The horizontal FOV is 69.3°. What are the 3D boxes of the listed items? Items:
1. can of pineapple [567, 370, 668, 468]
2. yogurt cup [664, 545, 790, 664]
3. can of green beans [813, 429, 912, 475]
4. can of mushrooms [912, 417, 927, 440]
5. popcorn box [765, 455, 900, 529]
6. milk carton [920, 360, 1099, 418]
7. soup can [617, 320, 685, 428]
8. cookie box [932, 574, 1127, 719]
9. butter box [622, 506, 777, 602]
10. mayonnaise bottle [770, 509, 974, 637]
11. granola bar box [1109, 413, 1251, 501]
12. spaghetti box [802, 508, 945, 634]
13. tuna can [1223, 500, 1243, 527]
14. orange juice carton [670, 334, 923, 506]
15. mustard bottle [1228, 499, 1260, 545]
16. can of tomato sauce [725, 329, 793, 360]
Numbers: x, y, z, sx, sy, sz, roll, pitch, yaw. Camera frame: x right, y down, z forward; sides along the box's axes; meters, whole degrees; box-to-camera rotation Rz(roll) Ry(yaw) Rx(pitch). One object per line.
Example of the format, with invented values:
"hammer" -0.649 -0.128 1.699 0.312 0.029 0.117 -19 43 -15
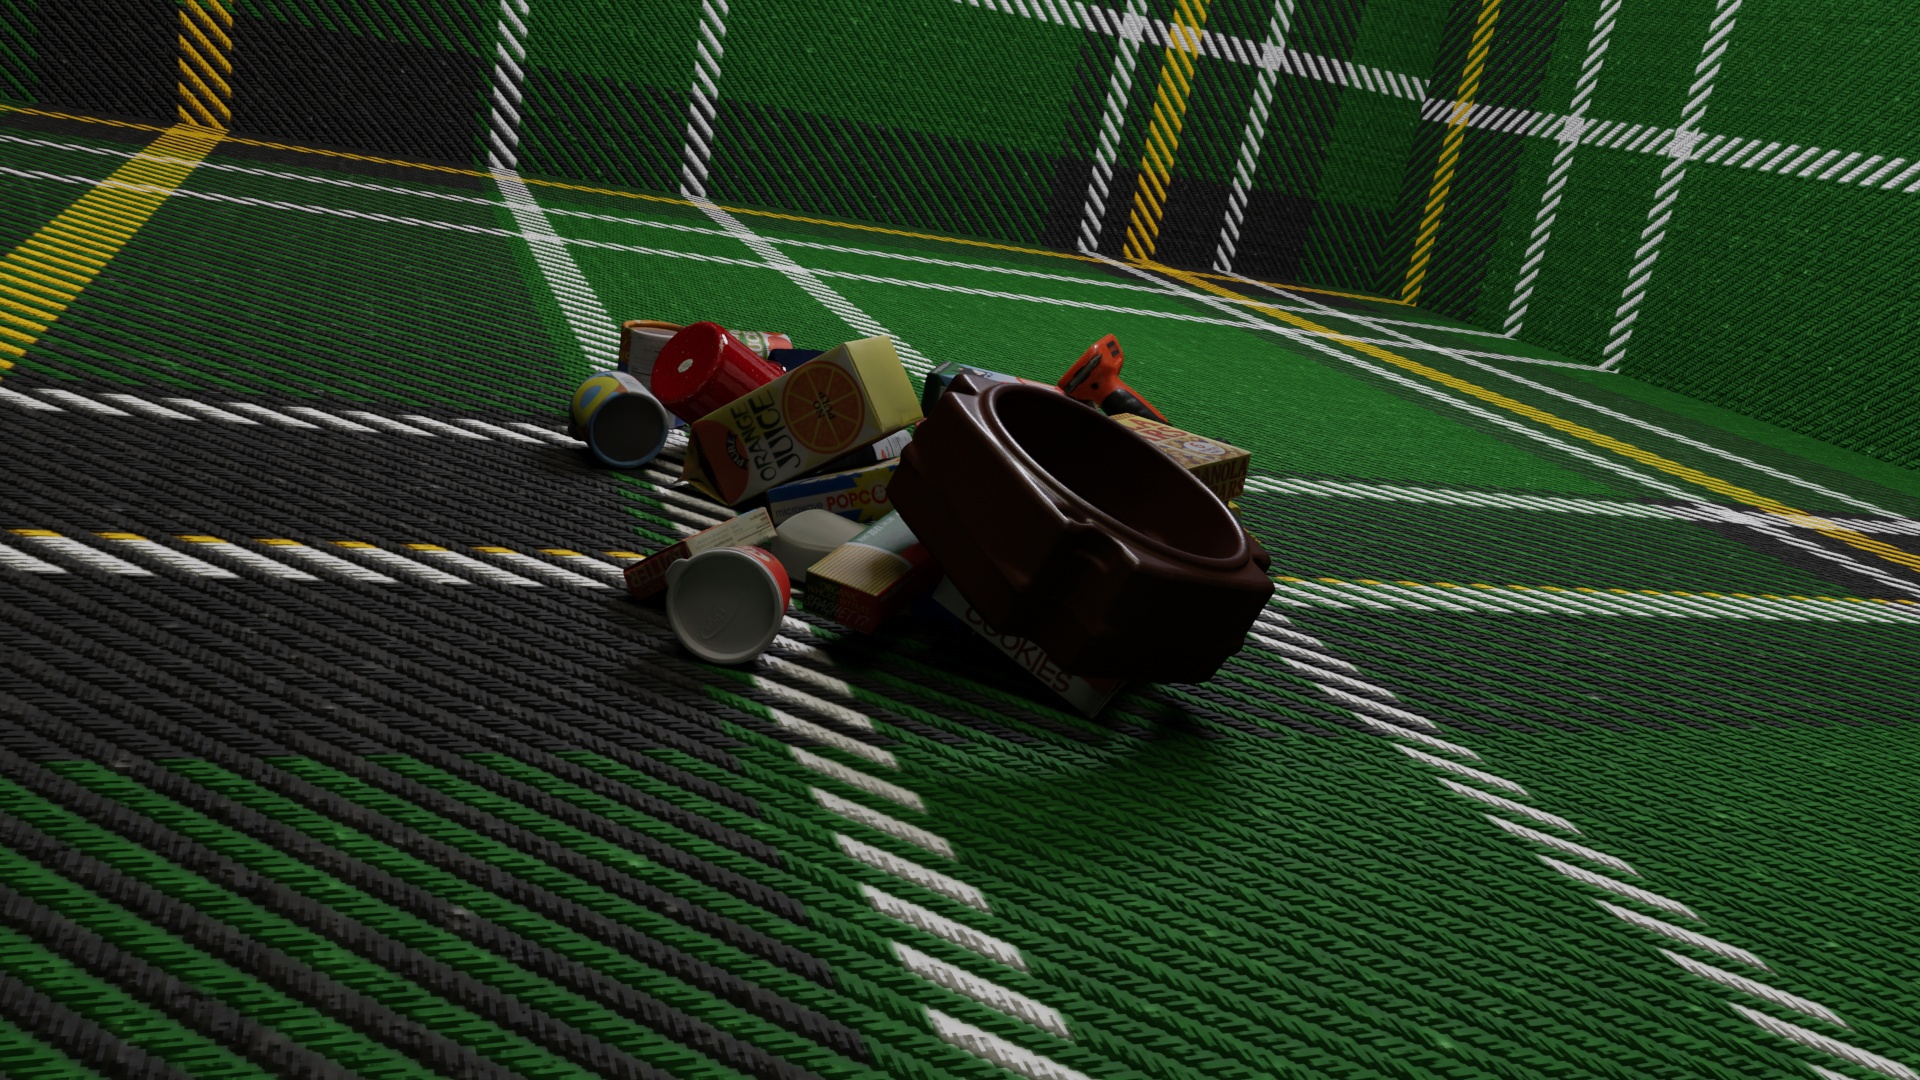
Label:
"can of pineapple" -0.275 -0.096 1.114 0.071 0.070 0.058 0 21 -30
"yogurt cup" -0.132 0.034 0.812 0.072 0.072 0.054 12 10 4
"can of green beans" -0.078 -0.066 1.133 0.071 0.071 0.058 21 20 28
"can of mushrooms" -0.015 -0.090 1.294 0.071 0.033 0.071 10 19 -3
"popcorn box" -0.067 -0.037 1.020 0.126 0.038 0.085 -9 7 27
"milk carton" 0.061 -0.114 1.343 0.191 0.073 0.072 15 19 10
"soup can" -0.274 -0.150 1.244 0.071 0.083 0.071 10 17 -3
"cookie box" 0.070 0.037 0.892 0.123 0.040 0.168 36 24 12
"butter box" -0.165 0.008 0.890 0.053 0.024 0.104 -24 4 25
"mayonnaise bottle" -0.053 0.022 0.927 0.148 0.041 0.065 22 26 27
"granola bar box" 0.126 -0.056 1.061 0.124 0.039 0.166 23 24 36
"spaghetti box" -0.017 -0.006 0.913 0.050 0.028 0.251 20 28 20
"tuna can" 0.191 -0.006 1.103 0.071 0.070 0.033 6 20 -15
"orange juice carton" -0.132 -0.084 1.066 0.192 0.073 0.072 -23 2 27
"mustard bottle" 0.191 -0.033 1.197 0.160 0.065 0.049 30 25 35
"can of tomato sauce" -0.215 -0.177 1.382 0.083 0.071 0.071 -1 21 -34
